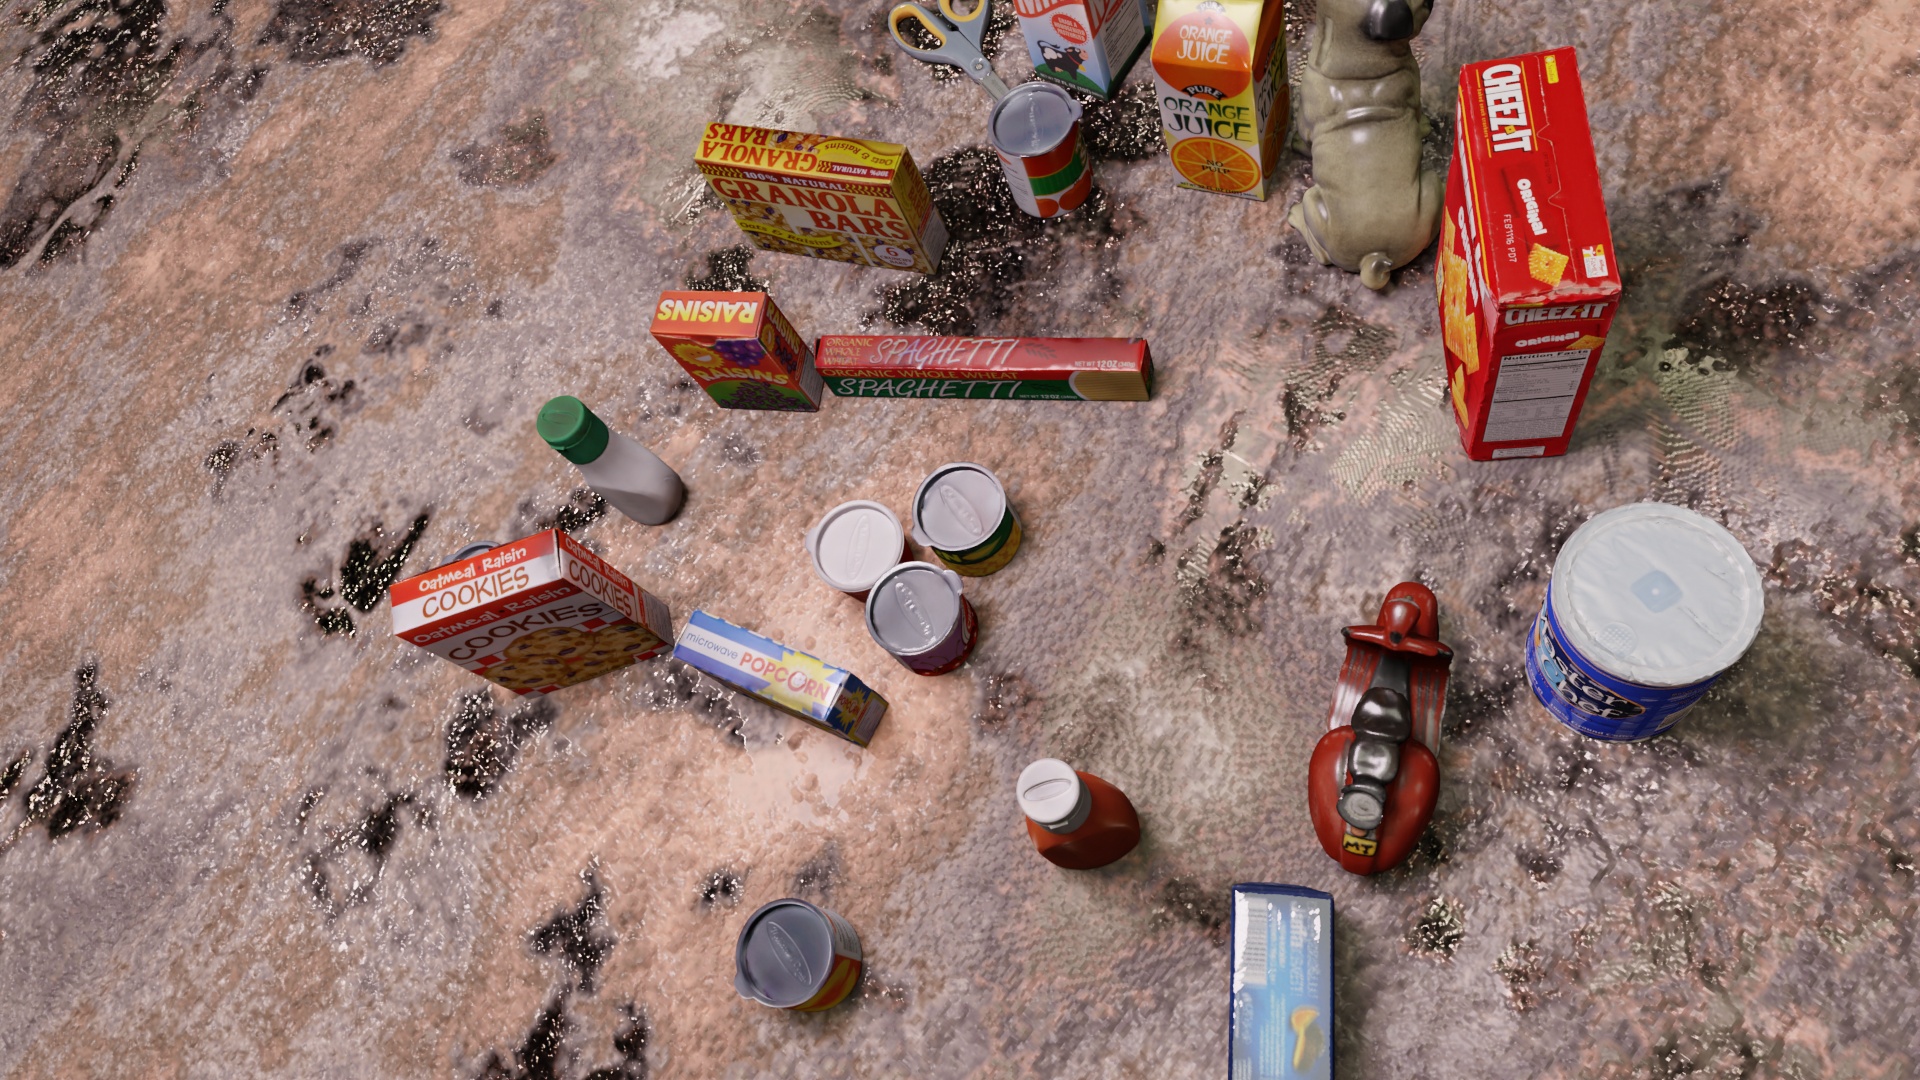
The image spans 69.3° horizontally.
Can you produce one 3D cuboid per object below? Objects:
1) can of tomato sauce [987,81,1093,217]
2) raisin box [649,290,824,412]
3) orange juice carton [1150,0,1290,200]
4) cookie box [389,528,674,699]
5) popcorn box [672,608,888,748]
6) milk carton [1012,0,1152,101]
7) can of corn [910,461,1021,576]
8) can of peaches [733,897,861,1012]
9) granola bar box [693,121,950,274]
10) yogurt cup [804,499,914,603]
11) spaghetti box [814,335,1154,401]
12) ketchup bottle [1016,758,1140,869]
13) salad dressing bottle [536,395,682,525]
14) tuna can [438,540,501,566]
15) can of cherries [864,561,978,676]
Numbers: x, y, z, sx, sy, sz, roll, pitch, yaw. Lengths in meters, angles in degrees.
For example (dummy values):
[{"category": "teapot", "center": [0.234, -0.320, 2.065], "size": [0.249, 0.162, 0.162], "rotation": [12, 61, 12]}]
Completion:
[{"category": "can of tomato sauce", "center": [0.064, -0.296, 1.057], "size": [0.071, 0.083, 0.071], "rotation": [-5, 68, 14]}, {"category": "raisin box", "center": [-0.163, -0.139, 1.033], "size": [0.086, 0.123, 0.040], "rotation": [5, 71, 17]}, {"category": "orange juice carton", "center": [0.184, -0.327, 0.975], "size": [0.072, 0.192, 0.073], "rotation": [16, 74, 21]}, {"category": "cookie box", "center": [-0.292, 0.054, 0.967], "size": [0.123, 0.167, 0.040], "rotation": [-19, 65, 8]}, {"category": "popcorn box", "center": [-0.122, 0.094, 0.949], "size": [0.127, 0.085, 0.038], "rotation": [20, 76, 22]}, {"category": "milk carton", "center": [0.085, -0.427, 1.044], "size": [0.072, 0.190, 0.073], "rotation": [29, 79, 24]}, {"category": "can of corn", "center": [0.003, -0.012, 0.972], "size": [0.071, 0.058, 0.071], "rotation": [-5, 68, 13]}, {"category": "can of peaches", "center": [-0.104, 0.267, 0.889], "size": [0.071, 0.058, 0.071], "rotation": [-5, 68, 13]}, {"category": "granola bar box", "center": [-0.104, -0.261, 1.066], "size": [0.165, 0.124, 0.039], "rotation": [12, 73, 20]}, {"category": "yogurt cup", "center": [-0.066, 0.012, 0.984], "size": [0.072, 0.053, 0.072], "rotation": [-5, 68, 13]}, {"category": "spaghetti box", "center": [0.015, -0.127, 1.020], "size": [0.250, 0.050, 0.029], "rotation": [3, 70, 16]}, {"category": "ketchup bottle", "center": [0.067, 0.164, 0.833], "size": [0.065, 0.148, 0.044], "rotation": [-18, 65, 8]}, {"category": "salad dressing bottle", "center": [-0.255, -0.057, 1.012], "size": [0.064, 0.147, 0.044], "rotation": [8, 72, 18]}, {"category": "tuna can", "center": [-0.366, 0.035, 1.069], "size": [0.071, 0.032, 0.071], "rotation": [-5, 67, 13]}, {"category": "can of cherries", "center": [-0.023, 0.054, 0.953], "size": [0.071, 0.058, 0.072], "rotation": [-5, 68, 13]}]
